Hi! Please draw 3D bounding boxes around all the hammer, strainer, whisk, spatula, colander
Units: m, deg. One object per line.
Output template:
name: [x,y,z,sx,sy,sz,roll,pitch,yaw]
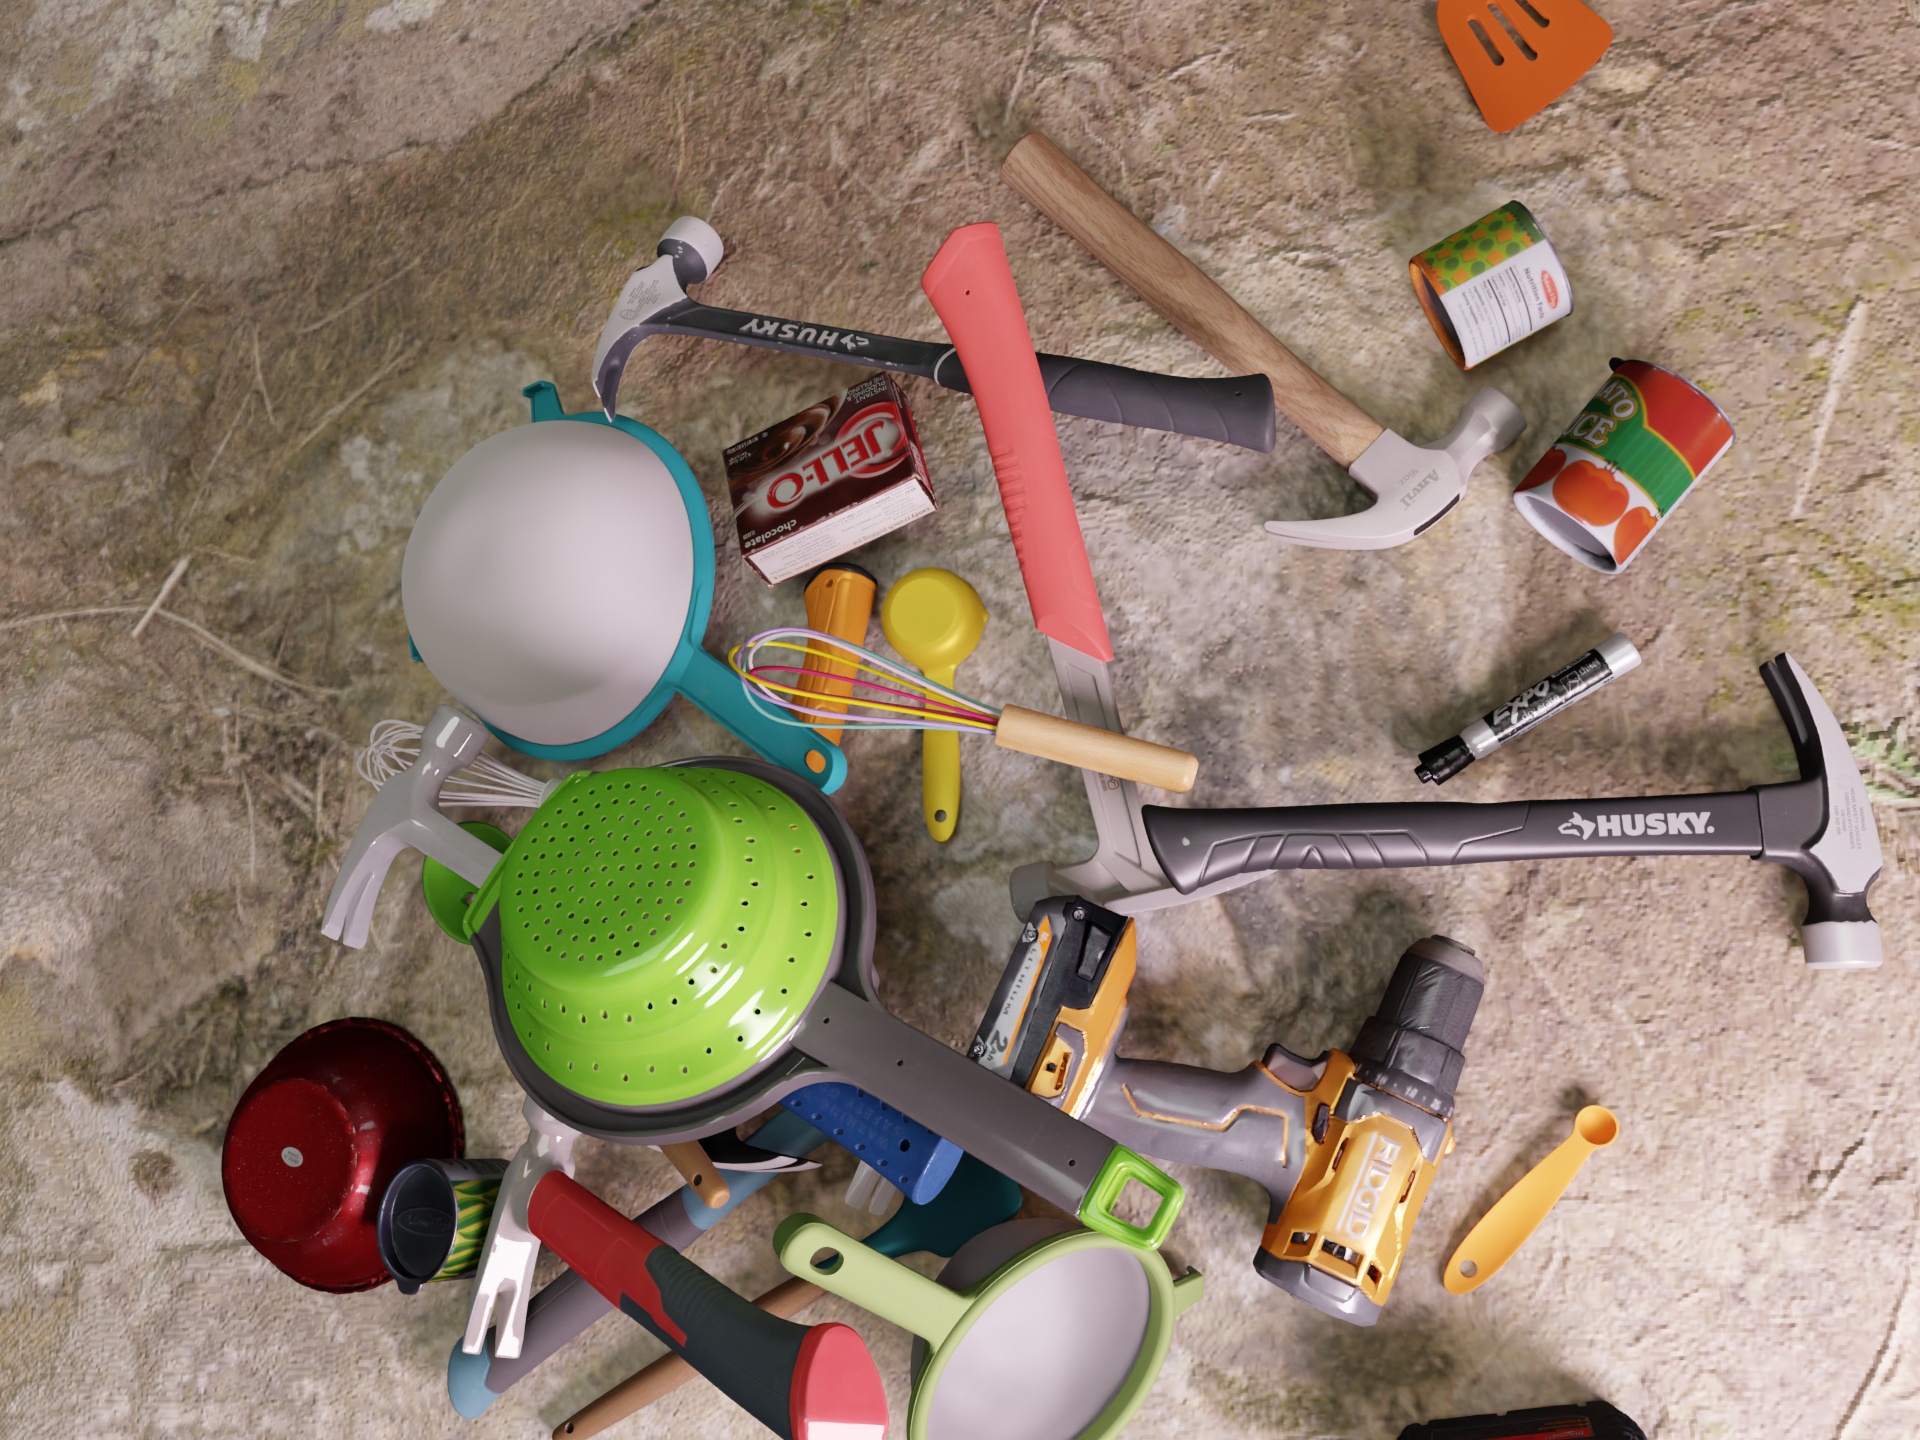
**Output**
hammer: [0.140,-0.218,0.877,0.130,0.031,0.331,-45,70,4]
hammer: [0.255,0.048,0.761,0.335,0.035,0.146,-2,79,8]
strainer: [-0.006,0.269,0.740,0.151,0.256,0.069,-52,36,-5]
whisk: [-0.002,-0.001,0.802,0.245,0.047,0.051,15,88,8]
spatula: [0.229,-0.461,0.903,0.081,0.041,0.323,-40,67,6]
spatula: [-0.099,0.304,0.844,0.317,0.044,0.082,-35,51,10]
whisk: [-0.249,0.044,0.943,0.246,0.059,0.057,13,121,15]
strainer: [-0.205,-0.054,0.885,0.341,0.095,0.211,34,101,30]
hammer: [-0.094,0.072,0.866,0.127,0.034,0.337,2,72,37]
hammer: [-0.022,-0.199,0.884,0.409,0.036,0.149,15,59,21]
hammer: [-0.173,0.131,0.822,0.406,0.035,0.144,26,79,27]
hammer: [-0.154,0.270,0.861,0.331,0.033,0.128,-39,49,11]
hammer: [-0.143,0.265,0.708,0.386,0.038,0.143,-3,70,59]
colander: [-0.083,0.119,0.720,0.397,0.094,0.204,24,70,26]
hammer: [0.058,-0.077,0.817,0.149,0.037,0.359,-13,94,16]

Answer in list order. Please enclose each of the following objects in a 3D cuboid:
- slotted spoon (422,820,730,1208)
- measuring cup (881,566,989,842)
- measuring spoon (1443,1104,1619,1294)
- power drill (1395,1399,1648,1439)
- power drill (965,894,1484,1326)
slotted spoon: [-0.214,0.157,0.875,0.314,0.031,0.070,40,96,37]
measuring cup: [-0.015,-0.011,0.885,0.062,0.029,0.157,-6,76,16]
measuring spoon: [0.272,0.230,0.762,0.021,0.011,0.117,41,97,20]
power drill: [0.271,0.423,0.690,0.143,0.078,0.220,-14,79,15]
power drill: [0.130,0.159,0.772,0.226,0.084,0.185,24,82,8]
